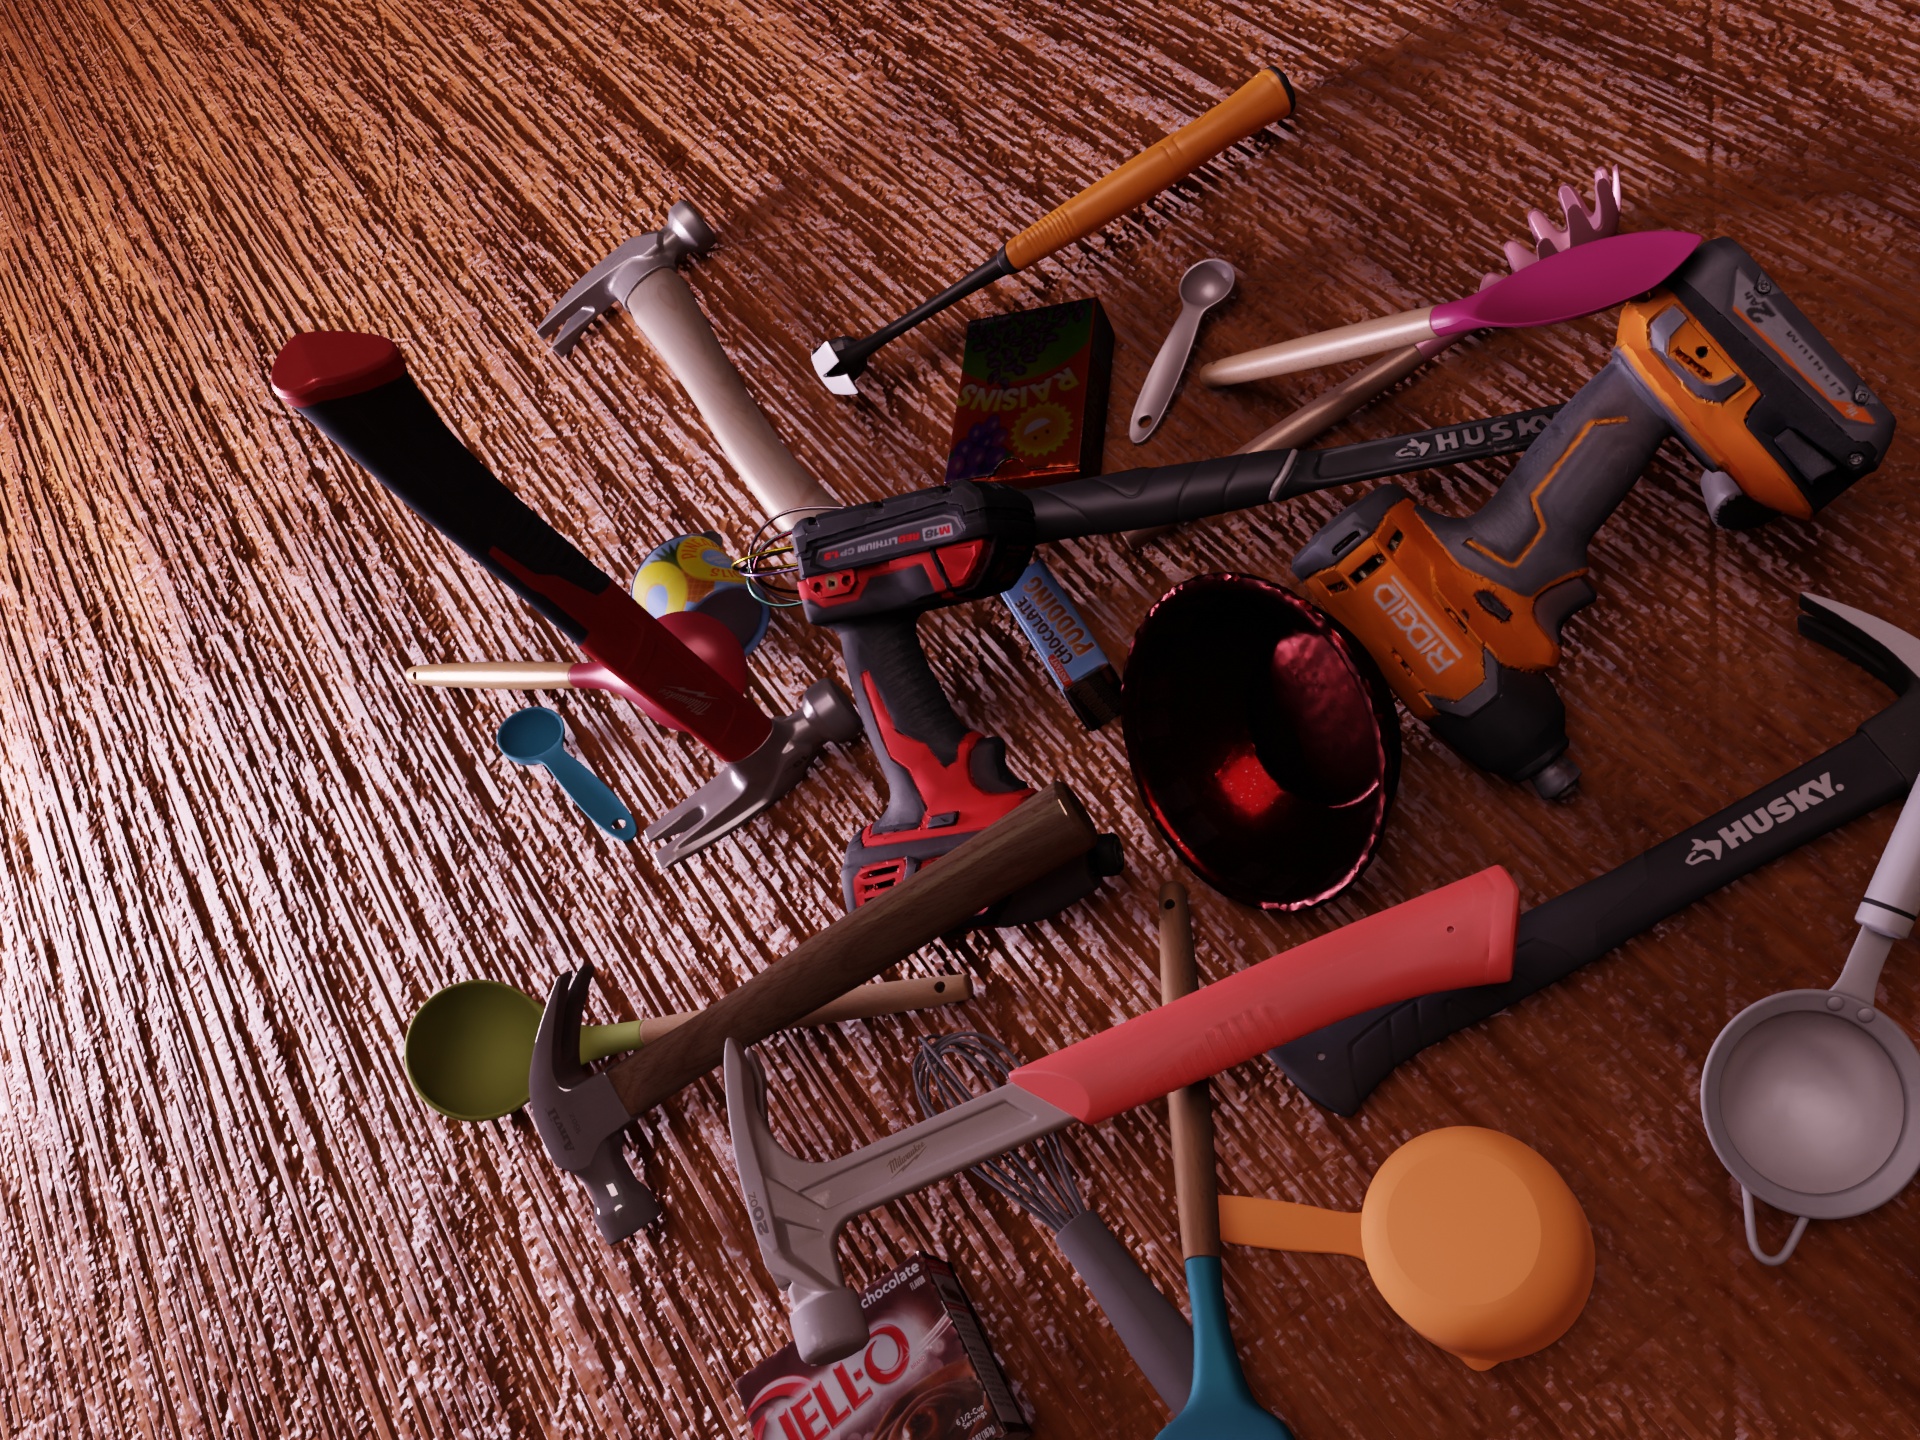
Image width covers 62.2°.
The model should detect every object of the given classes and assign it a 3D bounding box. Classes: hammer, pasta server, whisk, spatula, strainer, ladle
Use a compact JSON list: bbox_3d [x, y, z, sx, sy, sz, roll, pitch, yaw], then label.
[{"bbox_3d":[0.284,0.073,0.686,0.335,0.035,0.146,-31,55,9],"label":"hammer"},{"bbox_3d":[0.186,-0.134,0.814,0.409,0.036,0.149,-8,60,13],"label":"hammer"},{"bbox_3d":[-0.079,0.126,0.778,0.331,0.031,0.130,-34,83,16],"label":"hammer"},{"bbox_3d":[0.219,-0.190,0.859,0.316,0.040,0.060,-33,13,9],"label":"pasta server"},{"bbox_3d":[0.069,0.142,0.694,0.359,0.036,0.149,-25,59,7],"label":"hammer"},{"bbox_3d":[-0.156,-0.195,1.047,0.146,0.038,0.411,-38,54,4],"label":"hammer"},{"bbox_3d":[-0.011,-0.107,0.892,0.245,0.047,0.051,-11,57,8],"label":"whisk"},{"bbox_3d":[0.100,0.201,0.679,0.082,0.044,0.318,-14,50,18],"label":"spatula"},{"bbox_3d":[0.353,0.084,0.612,0.087,0.050,0.258,23,92,5],"label":"strainer"},{"bbox_3d":[0.057,-0.299,0.973,0.337,0.034,0.127,-31,15,2],"label":"hammer"},{"bbox_3d":[-0.149,0.160,0.840,0.320,0.062,0.078,-11,66,18],"label":"ladle"},{"bbox_3d":[-0.190,-0.044,0.764,0.143,0.385,0.038,-37,54,4],"label":"hammer"},{"bbox_3d":[-0.250,-0.029,0.979,0.315,0.031,0.069,1,95,39],"label":"ladle"},{"bbox_3d":[0.052,0.229,0.712,0.055,0.055,0.239,-42,58,0],"label":"whisk"}]

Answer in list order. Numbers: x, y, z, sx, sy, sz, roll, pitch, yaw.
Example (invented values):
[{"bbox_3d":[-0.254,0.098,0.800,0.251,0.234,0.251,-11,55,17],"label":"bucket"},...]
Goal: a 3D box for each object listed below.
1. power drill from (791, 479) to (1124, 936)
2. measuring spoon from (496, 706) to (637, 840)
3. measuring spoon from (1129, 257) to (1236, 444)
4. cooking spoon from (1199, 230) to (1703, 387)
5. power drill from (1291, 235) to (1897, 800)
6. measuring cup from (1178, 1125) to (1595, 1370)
[{"bbox_3d":[-0.001,-0.003,0.798,0.143,0.078,0.219,-10,90,22],"label":"power drill"},{"bbox_3d":[-0.237,0.038,0.975,0.042,0.021,0.129,-37,60,-24],"label":"measuring spoon"},{"bbox_3d":[0.129,-0.214,0.934,0.034,0.018,0.124,20,81,33],"label":"measuring spoon"},{"bbox_3d":[0.217,-0.191,0.777,0.069,0.017,0.319,-43,21,-19],"label":"cooking spoon"},{"bbox_3d":[0.284,-0.081,0.707,0.226,0.084,0.164,-40,82,20],"label":"power drill"},{"bbox_3d":[0.168,0.209,0.657,0.174,0.052,0.095,-1,63,25],"label":"measuring cup"}]
